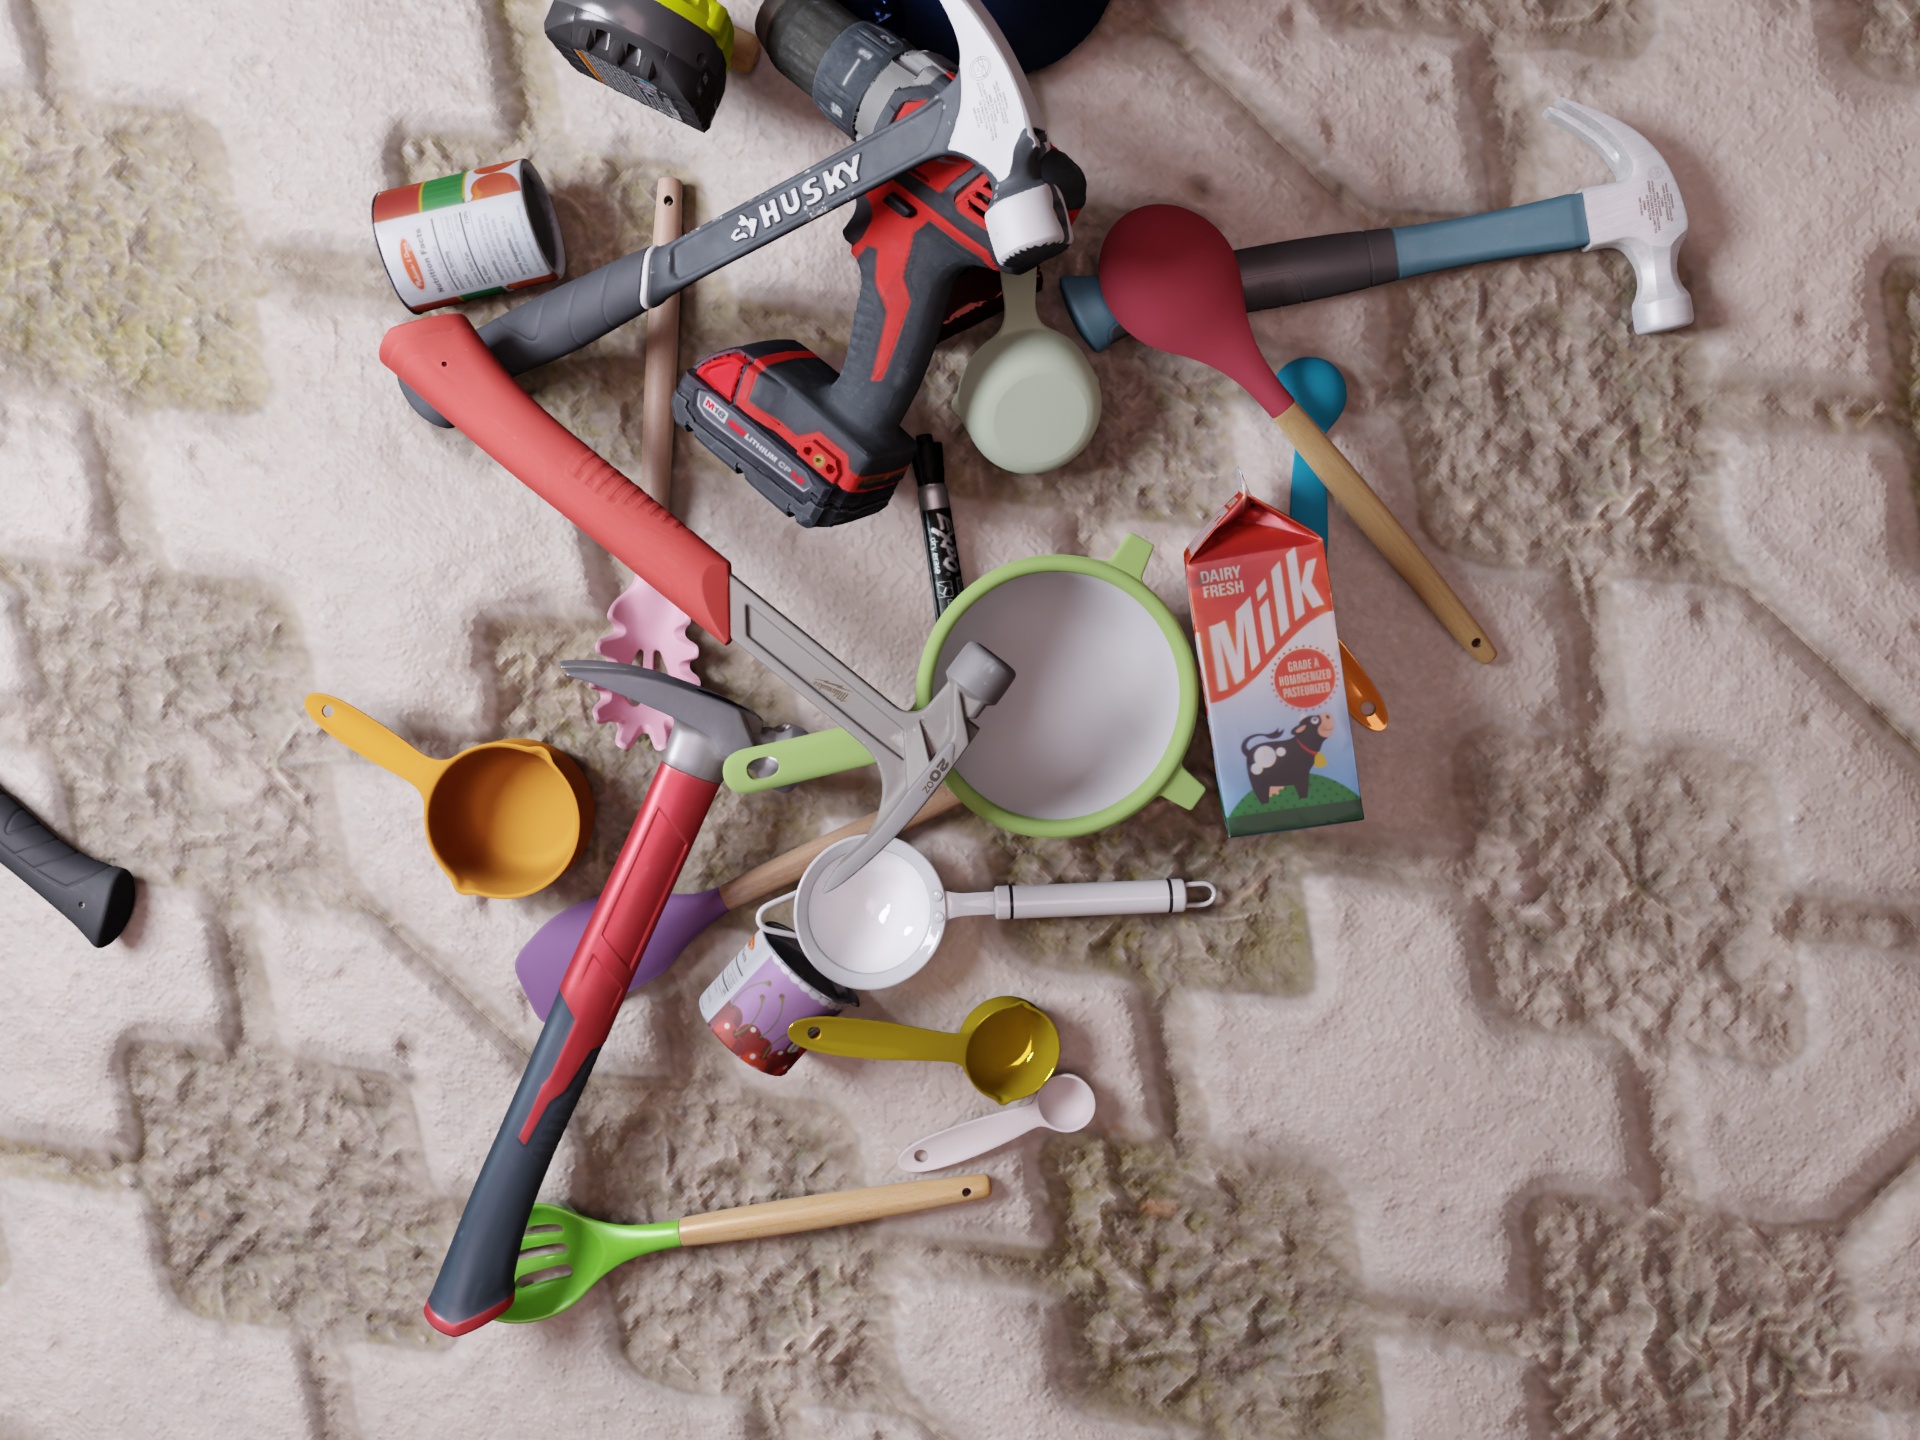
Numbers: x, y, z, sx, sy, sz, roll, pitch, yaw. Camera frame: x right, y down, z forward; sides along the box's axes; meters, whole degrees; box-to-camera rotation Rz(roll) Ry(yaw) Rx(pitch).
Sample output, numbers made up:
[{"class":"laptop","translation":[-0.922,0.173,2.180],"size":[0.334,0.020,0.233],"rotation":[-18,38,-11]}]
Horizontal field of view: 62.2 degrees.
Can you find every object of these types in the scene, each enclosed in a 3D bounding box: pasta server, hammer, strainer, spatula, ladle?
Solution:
[{"class":"pasta server","translation":[-0.169,-0.142,0.886],"size":[0.060,0.040,0.316],"rotation":[3,94,-10]},{"class":"hammer","translation":[-0.621,0.017,0.924],"size":[0.335,0.035,0.146],"rotation":[40,95,-1]},{"class":"strainer","translation":[-0.001,-0.003,0.868],"size":[0.256,0.069,0.151],"rotation":[-13,97,0]},{"class":"hammer","translation":[-0.140,-0.232,0.788],"size":[0.409,0.036,0.149],"rotation":[-15,93,32]},{"class":"spatula","translation":[-0.113,0.089,0.912],"size":[0.316,0.018,0.060],"rotation":[-24,91,6]},{"class":"strainer","translation":[0.016,0.104,0.896],"size":[0.258,0.050,0.087],"rotation":[-2,90,-3]},{"class":"hammer","translation":[0.220,-0.248,0.859],"size":[0.331,0.033,0.128],"rotation":[-9,95,4]},{"class":"hammer","translation":[-0.222,0.157,0.872],"size":[0.143,0.038,0.386],"rotation":[22,95,-25]},{"class":"hammer","translation":[-0.153,-0.075,0.814],"size":[0.359,0.037,0.149],"rotation":[39,94,0]},{"class":"ladle","translation":[0.189,-0.147,0.854],"size":[0.069,0.031,0.315],"rotation":[-40,101,15]}]

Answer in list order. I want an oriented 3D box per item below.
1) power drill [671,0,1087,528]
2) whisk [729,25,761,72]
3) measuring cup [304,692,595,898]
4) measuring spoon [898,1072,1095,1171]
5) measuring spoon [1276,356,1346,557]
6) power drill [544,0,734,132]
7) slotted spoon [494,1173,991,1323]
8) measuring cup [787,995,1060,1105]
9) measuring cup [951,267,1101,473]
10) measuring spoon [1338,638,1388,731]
[{"class":"power drill","translation":[-0.062,-0.233,0.805],"size":[0.188,0.080,0.226],"rotation":[41,121,11]},{"class":"whisk","translation":[-0.226,-0.408,0.864],"size":[0.245,0.047,0.051],"rotation":[23,94,-2]},{"class":"measuring cup","translation":[-0.287,0.031,0.900],"size":[0.173,0.052,0.095],"rotation":[32,96,2]},{"class":"measuring spoon","translation":[0.021,0.235,0.922],"size":[0.124,0.018,0.034],"rotation":[-23,94,11]},{"class":"measuring spoon","translation":[0.193,-0.136,0.874],"size":[0.042,0.021,0.128],"rotation":[-1,94,3]},{"class":"power drill","translation":[-0.117,-0.419,0.785],"size":[0.080,0.191,0.228],"rotation":[24,99,-8]},{"class":"slotted spoon","translation":[-0.137,0.296,0.927],"size":[0.314,0.031,0.070],"rotation":[-10,94,2]},{"class":"measuring cup","translation":[-0.021,0.177,0.889],"size":[0.156,0.029,0.062],"rotation":[9,98,-15]},{"class":"measuring cup","translation":[0.035,-0.205,0.828],"size":[0.083,0.038,0.167],"rotation":[-10,127,-6]},{"class":"measuring spoon","translation":[0.203,-0.042,0.891],"size":[0.021,0.011,0.117],"rotation":[-36,96,12]}]
